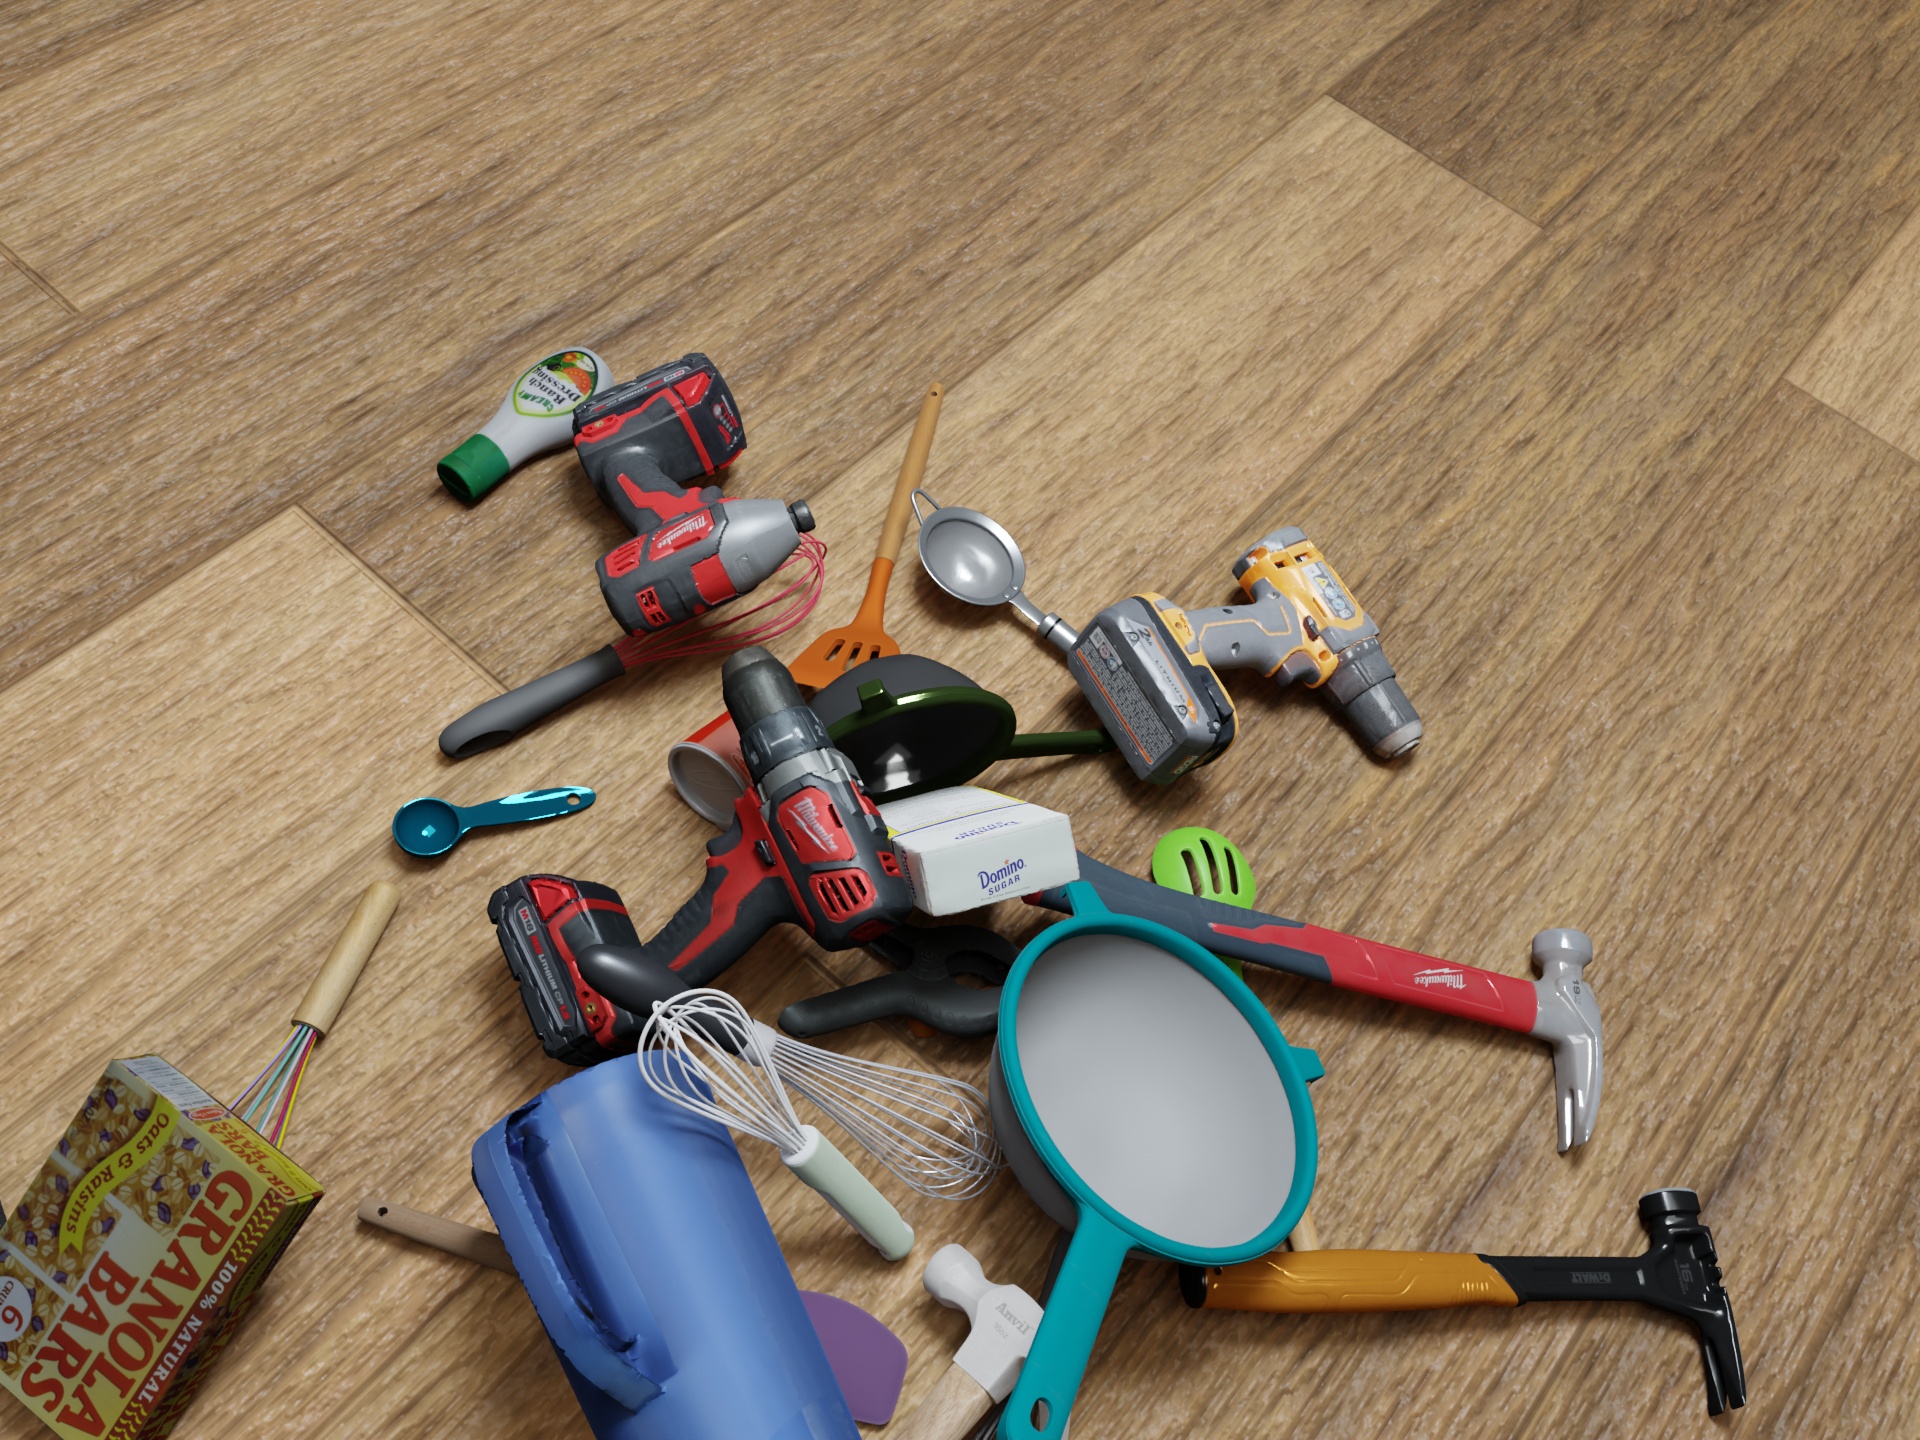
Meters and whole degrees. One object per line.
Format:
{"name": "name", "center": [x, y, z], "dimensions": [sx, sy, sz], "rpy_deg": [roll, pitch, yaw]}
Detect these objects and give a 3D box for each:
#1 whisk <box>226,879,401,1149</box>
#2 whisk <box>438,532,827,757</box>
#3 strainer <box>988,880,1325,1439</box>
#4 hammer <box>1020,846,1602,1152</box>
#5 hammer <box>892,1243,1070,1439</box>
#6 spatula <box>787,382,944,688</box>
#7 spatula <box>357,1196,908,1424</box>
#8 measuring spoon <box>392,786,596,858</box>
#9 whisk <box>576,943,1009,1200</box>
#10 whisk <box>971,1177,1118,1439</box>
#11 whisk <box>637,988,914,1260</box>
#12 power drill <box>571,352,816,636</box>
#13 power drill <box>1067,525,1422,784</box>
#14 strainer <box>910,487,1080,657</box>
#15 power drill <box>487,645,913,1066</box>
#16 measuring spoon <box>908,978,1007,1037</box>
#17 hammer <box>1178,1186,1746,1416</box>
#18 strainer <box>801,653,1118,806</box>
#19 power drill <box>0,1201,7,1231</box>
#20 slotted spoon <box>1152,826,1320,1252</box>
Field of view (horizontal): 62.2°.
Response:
{"name": "whisk", "center": [-0.389, 0.194, 0.912], "dimensions": [0.047, 0.051, 0.245], "rpy_deg": [14, 55, 7]}
{"name": "whisk", "center": [-0.216, -0.050, 1.080], "dimensions": [0.296, 0.073, 0.073], "rpy_deg": [-30, 67, -18]}
{"name": "strainer", "center": [0.071, 0.259, 0.865], "dimensions": [0.211, 0.095, 0.340], "rpy_deg": [37, 41, -3]}
{"name": "hammer", "center": [0.223, 0.161, 1.003], "dimensions": [0.386, 0.038, 0.143], "rpy_deg": [15, 60, -8]}
{"name": "hammer", "center": [-0.068, 0.425, 0.798], "dimensions": [0.331, 0.031, 0.130], "rpy_deg": [-45, 42, -20]}
{"name": "spatula", "center": [-0.050, -0.139, 1.169], "dimensions": [0.081, 0.041, 0.323], "rpy_deg": [10, 56, 6]}
{"name": "spatula", "center": [-0.182, 0.317, 0.883], "dimensions": [0.316, 0.018, 0.060], "rpy_deg": [17, 55, 0]}
{"name": "measuring spoon", "center": [-0.299, 0.064, 1.024], "dimensions": [0.128, 0.021, 0.042], "rpy_deg": [-10, 60, -25]}
{"name": "whisk", "center": [-0.088, 0.193, 0.885], "dimensions": [0.284, 0.070, 0.070], "rpy_deg": [32, 55, -21]}
{"name": "whisk", "center": [0.044, 0.360, 0.877], "dimensions": [0.055, 0.055, 0.239], "rpy_deg": [24, 54, 6]}
{"name": "whisk", "center": [-0.091, 0.223, 0.849], "dimensions": [0.059, 0.246, 0.058], "rpy_deg": [-45, 36, -15]}
{"name": "power drill", "center": [-0.184, -0.155, 1.082], "dimensions": [0.143, 0.078, 0.220], "rpy_deg": [-24, 44, -1]}
{"name": "power drill", "center": [0.209, -0.029, 1.111], "dimensions": [0.226, 0.084, 0.185], "rpy_deg": [-22, 72, -33]}
{"name": "strainer", "center": [0.056, -0.071, 1.146], "dimensions": [0.258, 0.050, 0.087], "rpy_deg": [40, 50, 9]}
{"name": "power drill", "center": [-0.157, 0.080, 0.929], "dimensions": [0.226, 0.080, 0.188], "rpy_deg": [-30, 72, 8]}
{"name": "measuring spoon", "center": [0.022, 0.174, 1.005], "dimensions": [0.117, 0.011, 0.021], "rpy_deg": [-16, 63, -18]}
{"name": "hammer", "center": [0.291, 0.334, 0.924], "dimensions": [0.336, 0.034, 0.127], "rpy_deg": [5, 57, -11]}
{"name": "strainer", "center": [-0.002, -0.003, 1.050], "dimensions": [0.256, 0.151, 0.069], "rpy_deg": [-2, 60, -36]}
{"name": "power drill", "center": [-0.620, 0.287, 0.800], "dimensions": [0.228, 0.080, 0.191], "rpy_deg": [-26, 66, -19]}
{"name": "slotted spoon", "center": [0.184, 0.203, 1.006], "dimensions": [0.070, 0.031, 0.314], "rpy_deg": [-3, 61, -16]}
